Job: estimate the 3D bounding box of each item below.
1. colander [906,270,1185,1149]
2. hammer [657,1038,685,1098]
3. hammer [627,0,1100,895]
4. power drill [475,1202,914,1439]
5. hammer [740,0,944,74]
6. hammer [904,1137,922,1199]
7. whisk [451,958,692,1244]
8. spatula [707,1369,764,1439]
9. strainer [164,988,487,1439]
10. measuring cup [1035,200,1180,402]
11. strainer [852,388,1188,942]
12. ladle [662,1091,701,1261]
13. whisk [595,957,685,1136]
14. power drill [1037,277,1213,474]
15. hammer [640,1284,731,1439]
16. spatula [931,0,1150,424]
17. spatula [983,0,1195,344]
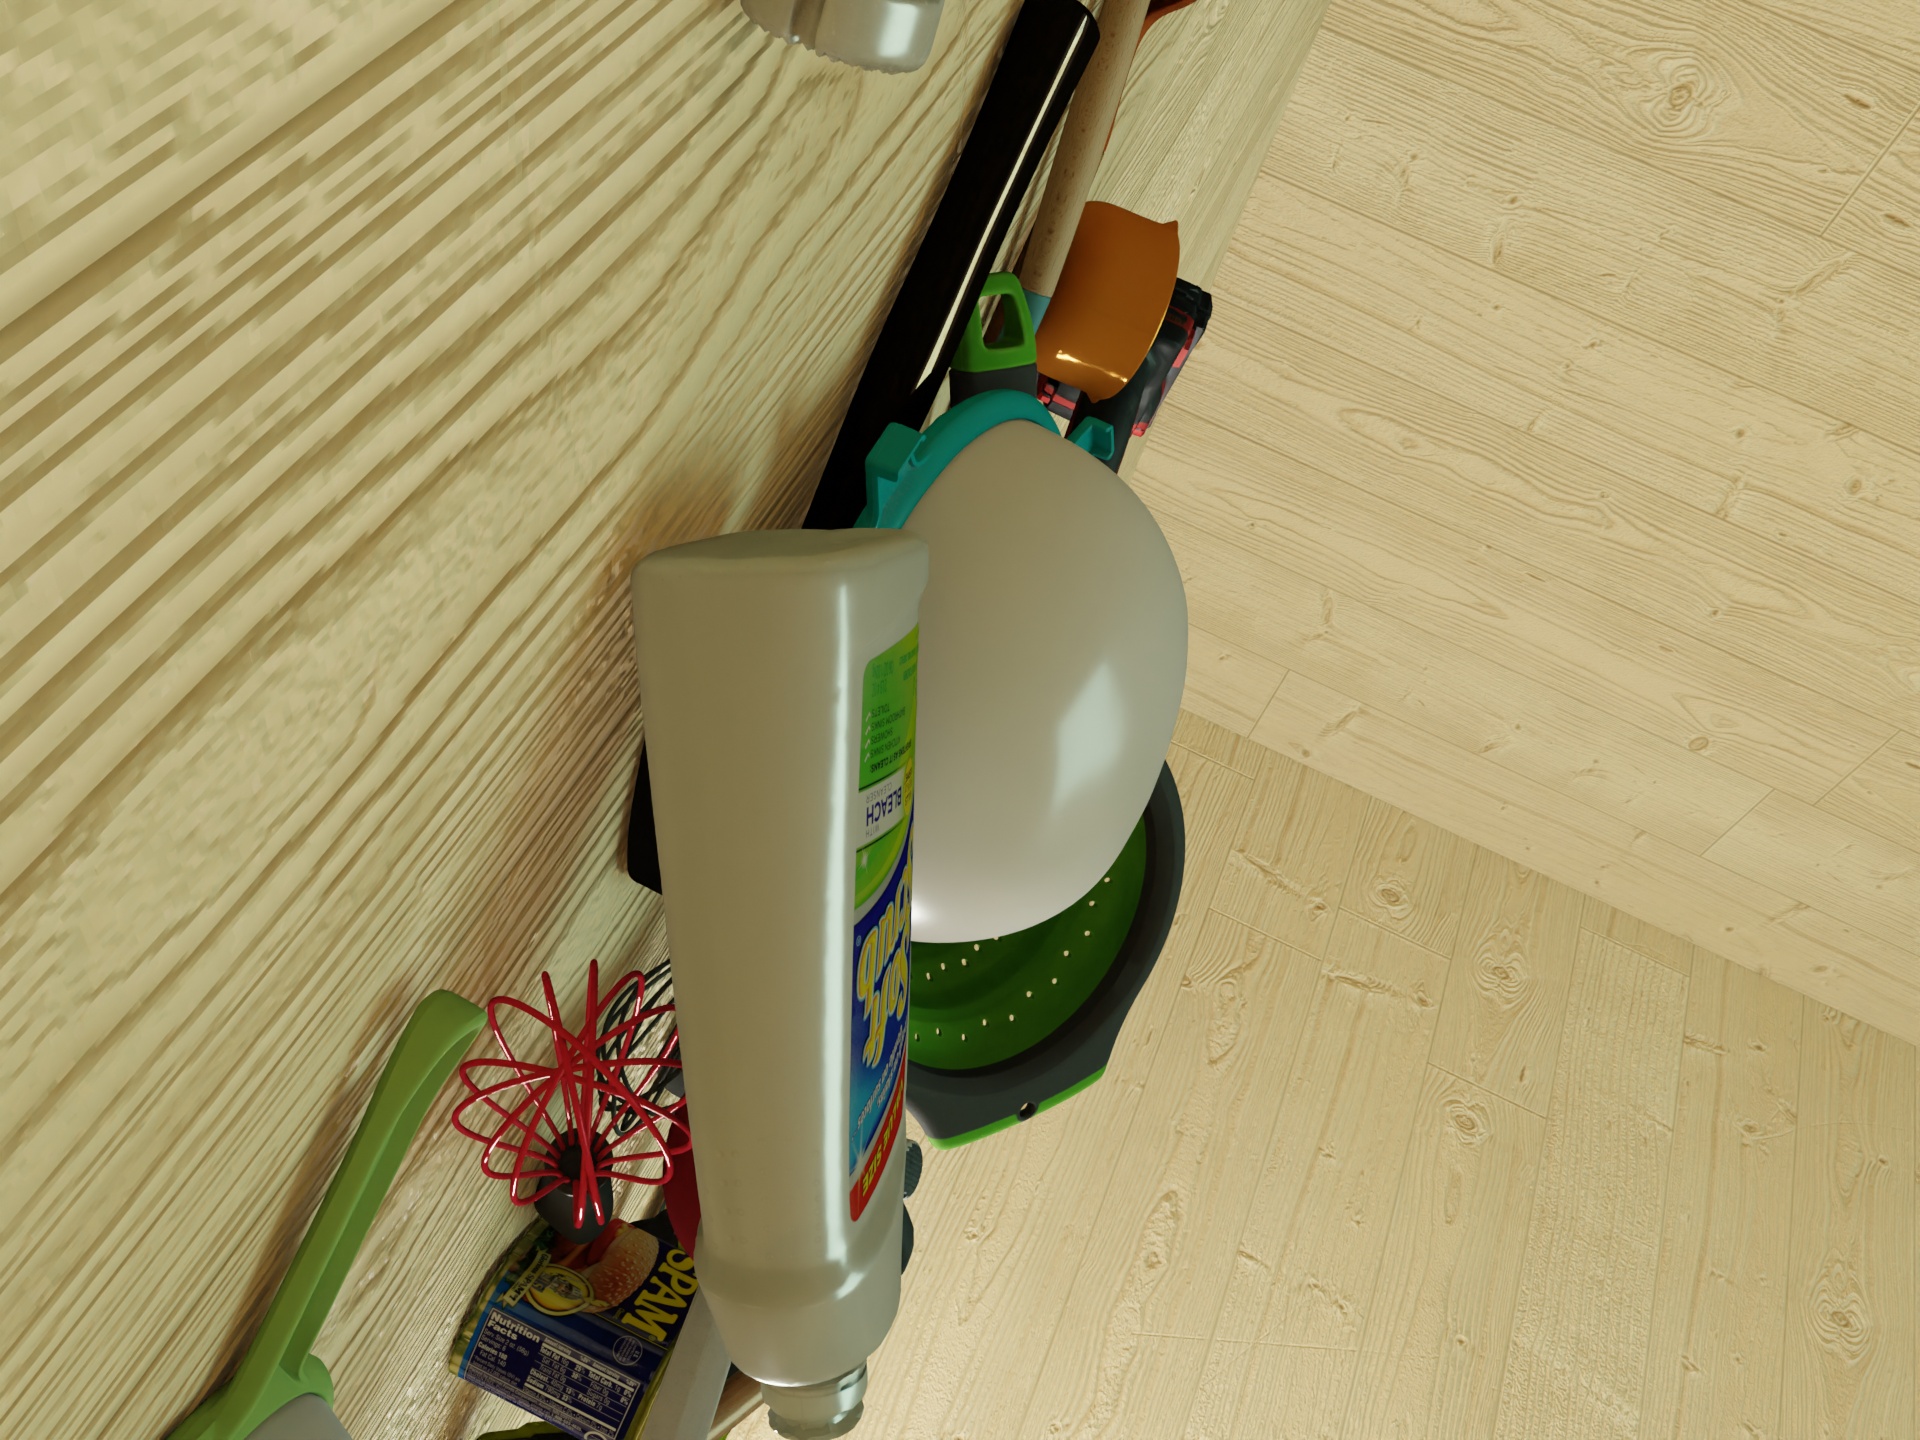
[{"bbox_3d":[-0.001,-0.002,0.729,0.204,0.095,0.396,-16,115,-31],"label":"colander"},{"bbox_3d":[-0.069,0.047,0.849,0.146,0.035,0.335,101,14,-70],"label":"hammer"},{"bbox_3d":[-0.033,-0.089,0.542,0.130,0.031,0.331,-18,133,-85],"label":"hammer"},{"bbox_3d":[-0.147,0.317,0.787,0.190,0.080,0.228,-17,-163,30],"label":"power drill"},{"bbox_3d":[0.047,-0.274,0.433,0.411,0.038,0.146,-59,171,-58],"label":"hammer"},{"bbox_3d":[-0.044,0.092,1.026,0.036,0.149,0.409,55,46,-53],"label":"hammer"},{"bbox_3d":[-0.129,0.144,0.536,0.073,0.073,0.295,-63,180,-29],"label":"whisk"},{"bbox_3d":[-0.141,0.311,0.641,0.316,0.060,0.018,-25,112,-42],"label":"spatula"},{"bbox_3d":[-0.154,0.191,0.382,0.256,0.069,0.151,-64,176,3],"label":"strainer"},{"bbox_3d":[0.056,-0.226,0.806,0.174,0.052,0.095,-109,-140,-59],"label":"measuring cup"},{"bbox_3d":[0.011,0.056,0.585,0.211,0.095,0.340,-23,130,-64],"label":"strainer"},{"bbox_3d":[-0.073,0.076,0.641,0.316,0.031,0.069,-80,171,-47],"label":"ladle"},{"bbox_3d":[-0.100,0.091,0.689,0.239,0.055,0.055,-67,180,-60],"label":"whisk"},{"bbox_3d":[0.062,-0.129,0.906,0.187,0.080,0.227,118,-10,-63],"label":"power drill"},{"bbox_3d":[-0.084,0.213,0.665,0.406,0.144,0.035,-74,-172,-68],"label":"hammer"},{"bbox_3d":[0.044,-0.210,0.686,0.044,0.082,0.317,-12,125,-57],"label":"spatula"},{"bbox_3d":[0.055,-0.231,0.712,0.322,0.041,0.081,-64,-144,25],"label":"spatula"}]
